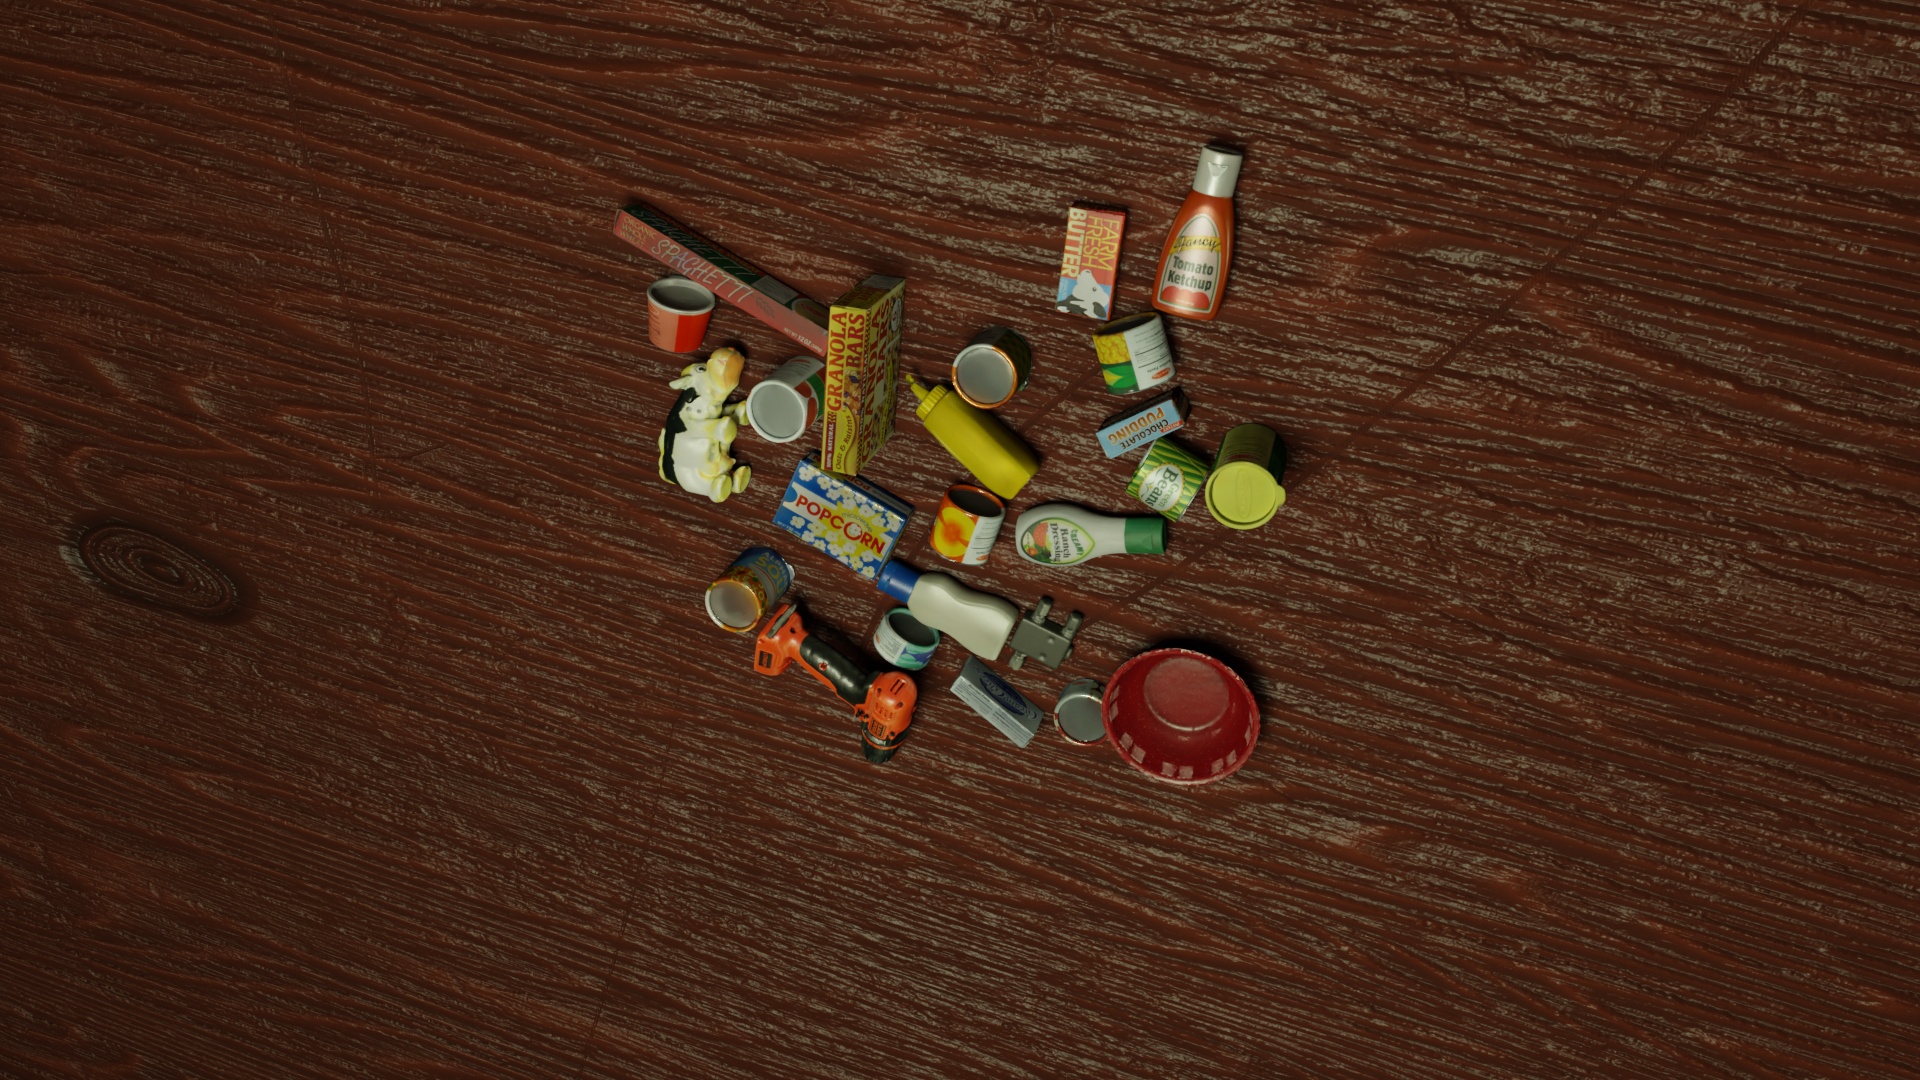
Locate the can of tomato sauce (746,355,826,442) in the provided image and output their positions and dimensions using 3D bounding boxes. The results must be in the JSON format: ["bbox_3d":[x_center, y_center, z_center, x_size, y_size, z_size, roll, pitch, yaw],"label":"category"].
[{"bbox_3d":[-0.169,-0.140,1.398,0.071,0.083,0.071,7,115,15],"label":"can of tomato sauce"}]

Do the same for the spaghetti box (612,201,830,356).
[{"bbox_3d":[-0.228,-0.262,1.380,0.250,0.050,0.028,30,118,2],"label":"spaghetti box"}]

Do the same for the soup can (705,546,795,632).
[{"bbox_3d":[-0.227,0.052,1.504,0.071,0.084,0.071,6,115,14],"label":"soup can"}]

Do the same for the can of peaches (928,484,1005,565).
[{"bbox_3d":[0.005,-0.018,1.410,0.071,0.071,0.057,24,119,6],"label":"can of peaches"}]

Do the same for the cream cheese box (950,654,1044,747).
[{"bbox_3d":[0.040,0.173,1.493,0.104,0.053,0.024,39,117,-3],"label":"cream cheese box"}]

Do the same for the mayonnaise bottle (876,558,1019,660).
[{"bbox_3d":[-0.015,0.068,1.470,0.148,0.041,0.064,27,117,5],"label":"mayonnaise bottle"}]

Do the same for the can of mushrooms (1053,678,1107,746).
[{"bbox_3d":[0.135,0.186,1.481,0.071,0.033,0.070,6,115,14],"label":"can of mushrooms"}]

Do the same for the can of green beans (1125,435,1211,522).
[{"bbox_3d":[0.198,-0.060,1.330,0.058,0.071,0.071,31,119,2],"label":"can of green beans"}]

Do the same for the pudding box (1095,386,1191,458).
[{"bbox_3d":[0.174,-0.112,1.323,0.083,0.050,0.030,-23,104,25],"label":"pudding box"}]

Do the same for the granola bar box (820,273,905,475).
[{"bbox_3d":[-0.094,-0.162,1.341,0.039,0.125,0.164,11,116,11],"label":"granola bar box"}]

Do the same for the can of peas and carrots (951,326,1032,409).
[{"bbox_3d":[0.032,-0.164,1.339,0.071,0.059,0.070,7,116,15],"label":"can of peas and carrots"}]

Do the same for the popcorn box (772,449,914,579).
[{"bbox_3d":[-0.123,-0.027,1.461,0.127,0.038,0.084,30,120,2],"label":"popcorn box"}]

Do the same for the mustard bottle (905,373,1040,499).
[{"bbox_3d":[0.005,-0.109,1.372,0.160,0.065,0.048,41,114,3],"label":"mustard bottle"}]

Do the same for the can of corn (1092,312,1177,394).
[{"bbox_3d":[0.160,-0.174,1.291,0.071,0.071,0.058,-11,109,22],"label":"can of corn"}]

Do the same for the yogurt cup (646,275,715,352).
[{"bbox_3d":[-0.286,-0.227,1.407,0.072,0.073,0.053,22,126,7],"label":"yogurt cup"}]

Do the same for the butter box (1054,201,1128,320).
[{"bbox_3d":[0.122,-0.259,1.287,0.053,0.024,0.103,13,117,12],"label":"butter box"}]

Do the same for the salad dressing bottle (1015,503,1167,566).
[{"bbox_3d":[0.131,-0.006,1.388,0.147,0.044,0.064,0,115,17],"label":"salad dressing bottle"}]

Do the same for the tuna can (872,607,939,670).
[{"bbox_3d":[-0.055,0.105,1.487,0.071,0.071,0.032,31,118,2],"label":"tuna can"}]

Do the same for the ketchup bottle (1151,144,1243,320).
[{"bbox_3d":[0.216,-0.275,1.240,0.065,0.044,0.148,16,117,10],"label":"ketchup bottle"}]

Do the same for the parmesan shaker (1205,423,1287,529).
[{"bbox_3d":[0.269,-0.061,1.286,0.071,0.103,0.071,7,116,15],"label":"parmesan shaker"}]
